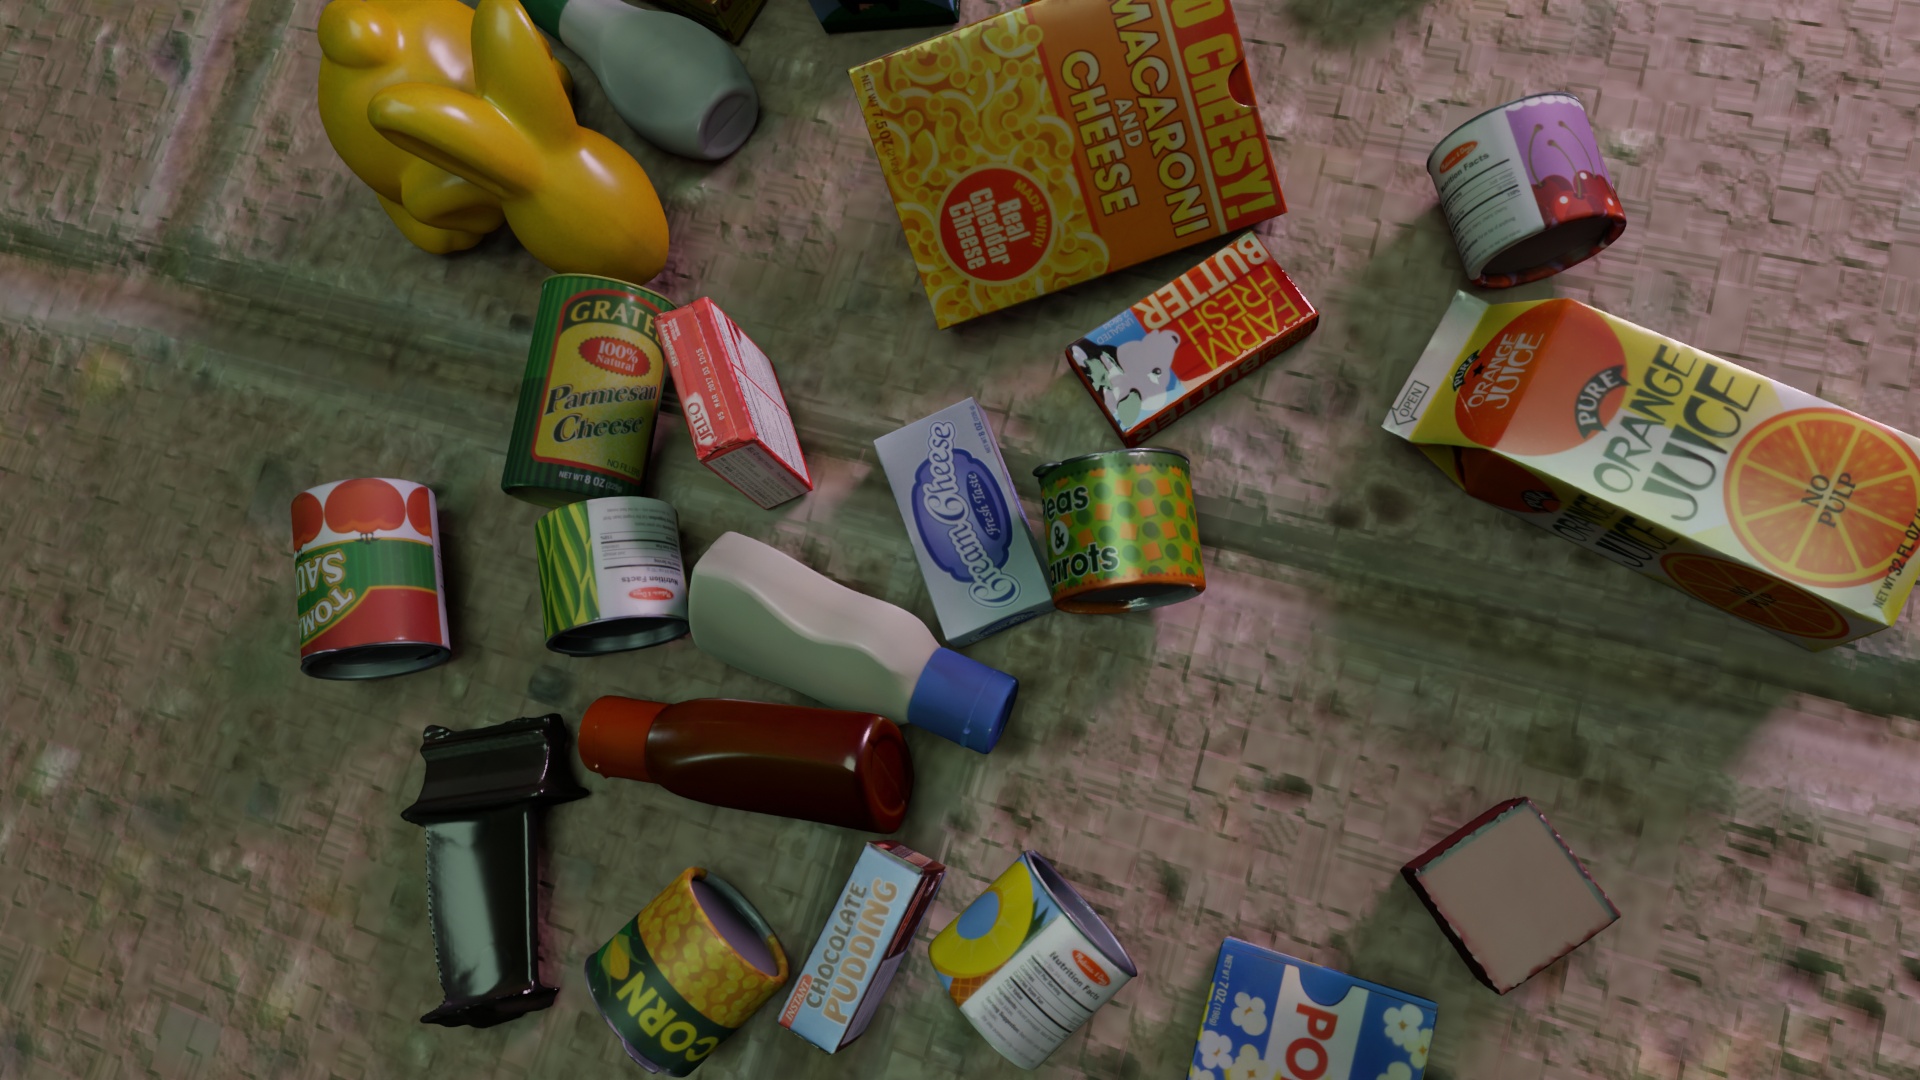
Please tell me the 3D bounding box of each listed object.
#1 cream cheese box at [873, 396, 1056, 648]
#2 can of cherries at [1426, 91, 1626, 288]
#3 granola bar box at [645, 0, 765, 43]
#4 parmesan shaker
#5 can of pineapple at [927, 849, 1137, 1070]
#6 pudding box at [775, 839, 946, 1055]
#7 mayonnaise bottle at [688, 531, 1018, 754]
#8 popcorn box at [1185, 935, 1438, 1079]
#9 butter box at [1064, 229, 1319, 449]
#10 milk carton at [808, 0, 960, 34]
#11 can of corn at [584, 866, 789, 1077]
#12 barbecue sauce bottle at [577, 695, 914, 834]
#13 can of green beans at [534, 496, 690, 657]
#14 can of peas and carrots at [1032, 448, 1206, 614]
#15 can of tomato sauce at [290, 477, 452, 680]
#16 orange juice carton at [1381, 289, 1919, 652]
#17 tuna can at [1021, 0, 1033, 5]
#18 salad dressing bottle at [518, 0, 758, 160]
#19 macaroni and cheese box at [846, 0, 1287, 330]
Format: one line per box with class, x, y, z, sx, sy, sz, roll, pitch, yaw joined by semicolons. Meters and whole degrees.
cream cheese box;0.002;-0.008;0.635;0.053;0.024;0.104;-23;73;8
can of cherries;0.244;-0.148;0.594;0.071;0.071;0.058;-17;75;8
granola bar box;-0.159;-0.354;0.742;0.166;0.039;0.124;29;84;17
parmesan shaker;-0.174;-0.067;0.667;0.071;0.071;0.103;5;79;14
can of pineapple;0.029;0.170;0.568;0.058;0.071;0.071;-43;72;1
pudding box;-0.040;0.170;0.589;0.030;0.049;0.084;26;85;15
mayonnaise bottle;-0.048;0.049;0.615;0.148;0.064;0.041;22;47;13
popcorn box;0.129;0.230;0.545;0.085;0.038;0.127;14;81;16
butter box;0.105;-0.091;0.631;0.103;0.024;0.053;-32;72;4
milk carton;-0.054;-0.315;0.631;0.073;0.190;0.072;0;78;13
can of corn;-0.115;0.184;0.592;0.058;0.071;0.071;-43;72;0
barbecue sauce bottle;-0.098;0.095;0.615;0.148;0.064;0.044;4;54;22
can of green beans;-0.161;0.017;0.643;0.071;0.071;0.058;-13;74;9
can of peas and carrots;0.067;-0.003;0.596;0.071;0.071;0.059;-8;76;11
can of tomato sauce;-0.285;0.019;0.668;0.071;0.071;0.083;-14;74;9
orange juice carton;0.274;-0.034;0.556;0.193;0.073;0.072;28;85;17
tuna can;0.062;-0.256;0.660;0.071;0.071;0.033;10;81;14
salad dressing bottle;-0.170;-0.253;0.720;0.148;0.044;0.064;39;87;19
macaroni and cheese box;0.049;-0.180;0.626;0.166;0.040;0.123;-18;109;8
